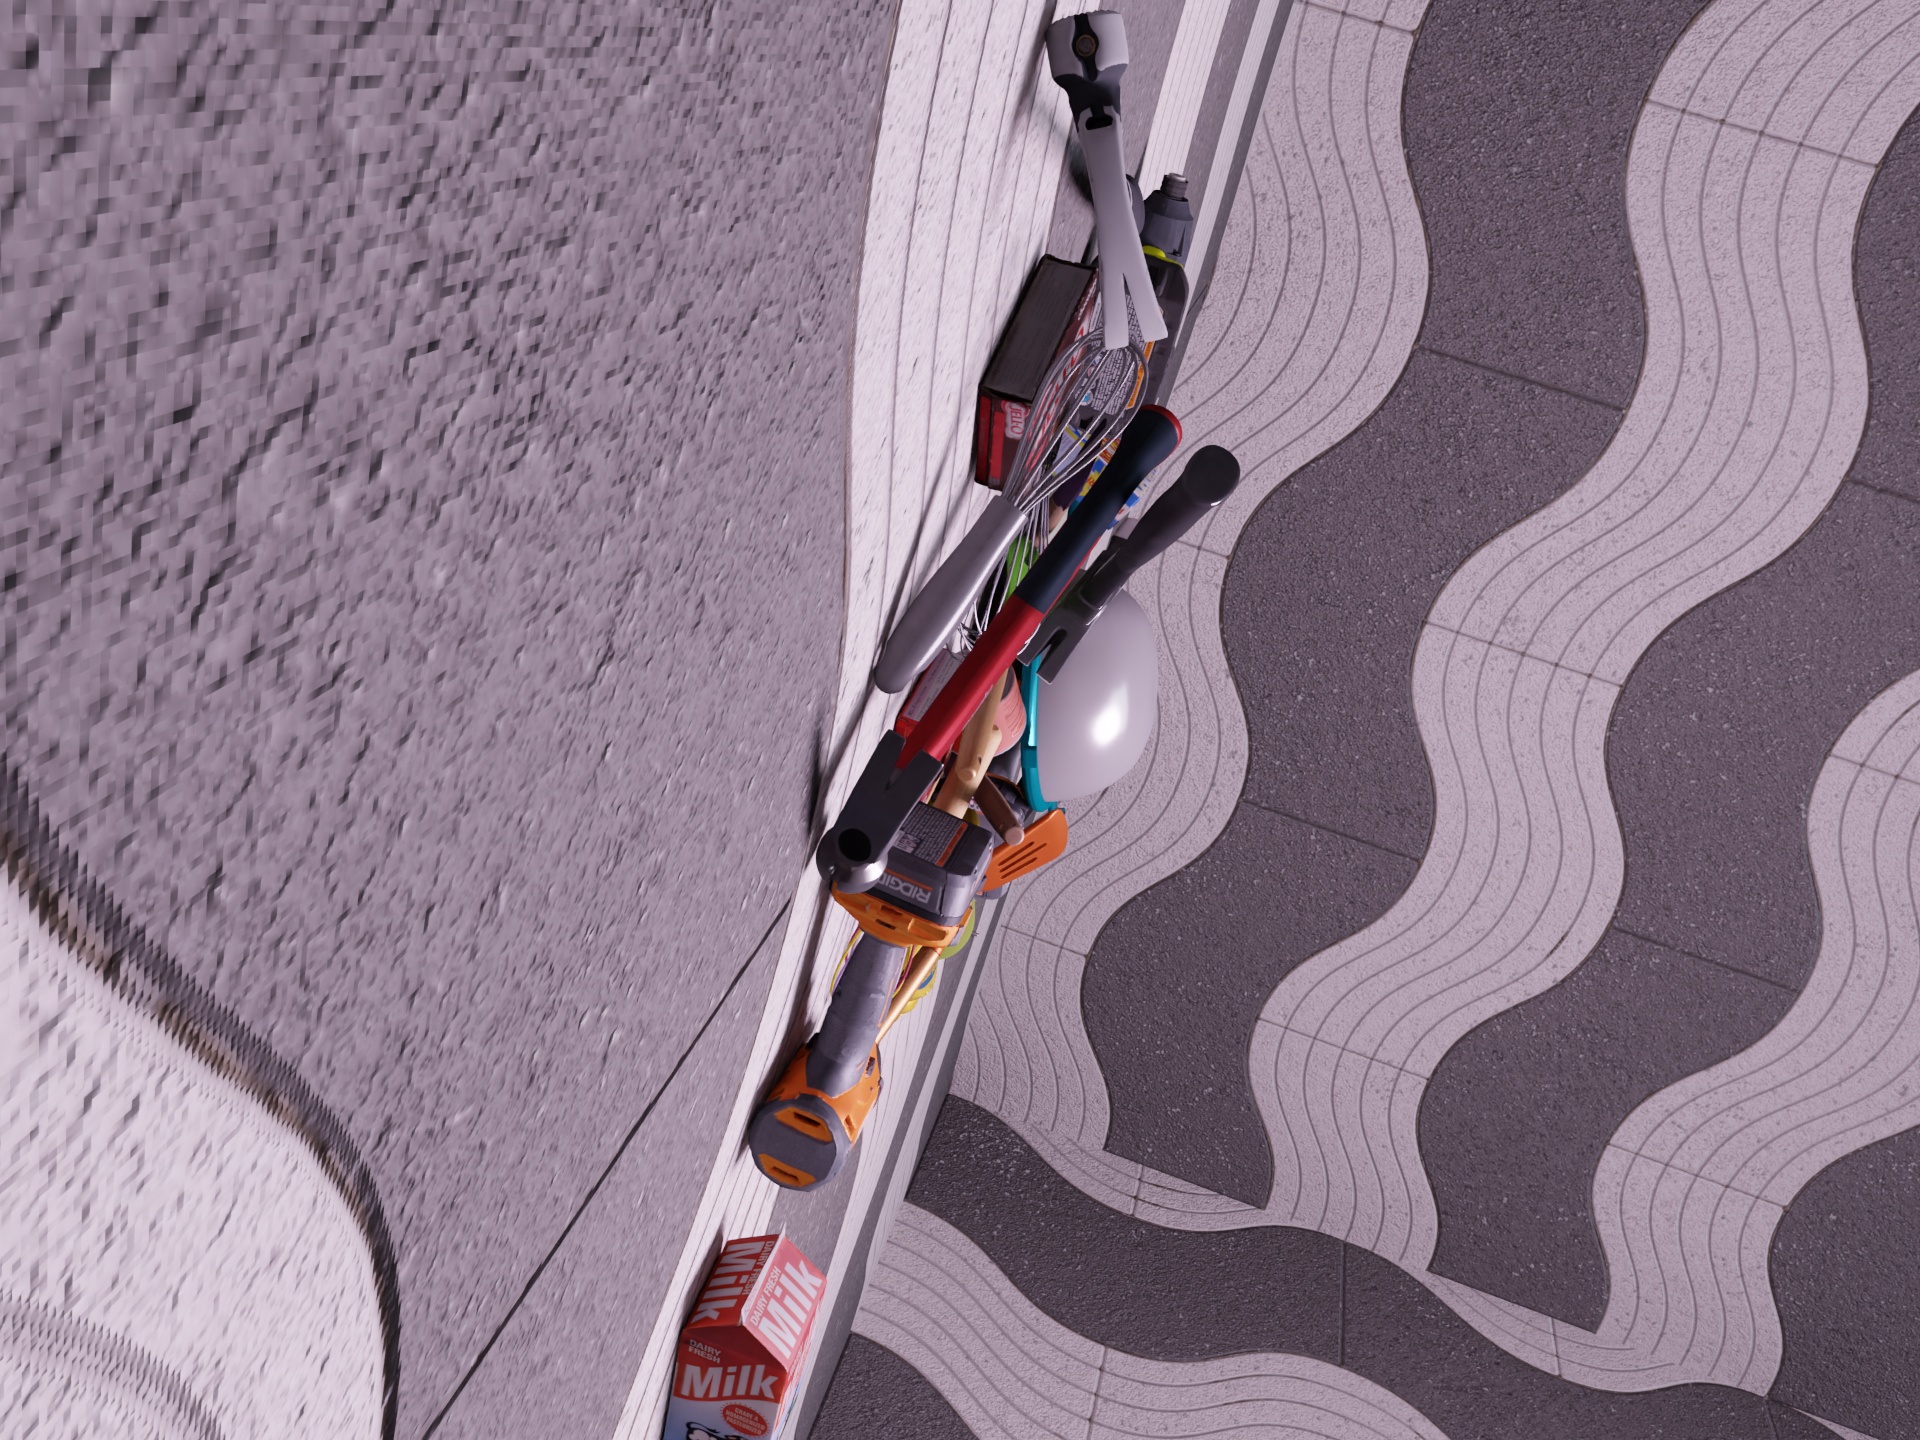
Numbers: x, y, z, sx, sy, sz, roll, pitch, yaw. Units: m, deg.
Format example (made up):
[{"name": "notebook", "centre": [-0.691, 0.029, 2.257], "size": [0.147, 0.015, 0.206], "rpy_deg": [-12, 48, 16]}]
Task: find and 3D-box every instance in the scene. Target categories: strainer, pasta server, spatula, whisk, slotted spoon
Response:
[{"name": "strainer", "centre": [0.120, -0.088, 1.311], "size": [0.210, 0.095, 0.340], "rpy_deg": [60, 37, -70]}, {"name": "pasta server", "centre": [0.021, 0.050, 1.123], "size": [0.060, 0.040, 0.316], "rpy_deg": [-64, -170, 5]}, {"name": "spatula", "centre": [0.072, -0.160, 1.175], "size": [0.316, 0.018, 0.060], "rpy_deg": [135, -23, -81]}, {"name": "whisk", "centre": [0.025, -0.114, 0.856], "size": [0.239, 0.055, 0.055], "rpy_deg": [-55, 174, 0]}, {"name": "spatula", "centre": [-0.028, 0.191, 1.157], "size": [0.323, 0.041, 0.081], "rpy_deg": [-53, 158, -19]}, {"name": "whisk", "centre": [0.048, -0.157, 1.056], "size": [0.070, 0.070, 0.285], "rpy_deg": [97, 9, -63]}, {"name": "slotted spoon", "centre": [0.027, -0.049, 1.072], "size": [0.314, 0.031, 0.070], "rpy_deg": [-74, 147, -57]}, {"name": "whisk", "centre": [-0.027, 0.105, 1.084], "size": [0.245, 0.047, 0.051], "rpy_deg": [-64, 180, 22]}]

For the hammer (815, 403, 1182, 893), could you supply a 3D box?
[{"name": "hammer", "centre": [0.043, -0.072, 0.912], "size": [0.386, 0.038, 0.143], "rpy_deg": [-54, 178, -35]}]

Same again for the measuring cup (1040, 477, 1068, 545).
[{"name": "measuring cup", "centre": [0.106, -0.221, 1.455], "size": [0.083, 0.038, 0.168], "rpy_deg": [102, 7, -48]}]

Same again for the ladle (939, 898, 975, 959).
[{"name": "ladle", "centre": [0.010, 0.092, 1.543], "size": [0.078, 0.062, 0.320], "rpy_deg": [125, -15, -53]}]

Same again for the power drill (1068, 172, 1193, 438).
[{"name": "power drill", "centre": [0.134, -0.322, 1.230], "size": [0.223, 0.080, 0.171], "rpy_deg": [-68, 175, -59]}]

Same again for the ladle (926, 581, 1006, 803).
[{"name": "ladle", "centre": [-0.002, -0.004, 1.209], "size": [0.069, 0.031, 0.316], "rpy_deg": [105, 8, -54]}]

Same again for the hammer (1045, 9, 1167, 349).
[{"name": "hammer", "centre": [0.092, -0.298, 0.918], "size": [0.409, 0.036, 0.149], "rpy_deg": [-65, 145, -73]}]

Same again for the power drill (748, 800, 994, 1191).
[{"name": "power drill", "centre": [-0.056, 0.166, 1.010], "size": [0.164, 0.084, 0.226], "rpy_deg": [-50, 162, -75]}]

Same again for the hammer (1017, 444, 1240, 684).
[{"name": "hammer", "centre": [0.116, -0.111, 1.058], "size": [0.146, 0.035, 0.334], "rpy_deg": [-51, -179, -11]}]

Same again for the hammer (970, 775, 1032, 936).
[{"name": "hammer", "centre": [0.048, 0.101, 1.576], "size": [0.330, 0.033, 0.128], "rpy_deg": [119, -13, -45]}]

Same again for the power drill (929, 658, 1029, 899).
[{"name": "power drill", "centre": [0.035, 0.015, 1.364], "size": [0.185, 0.084, 0.226], "rpy_deg": [96, 10, -51]}]
